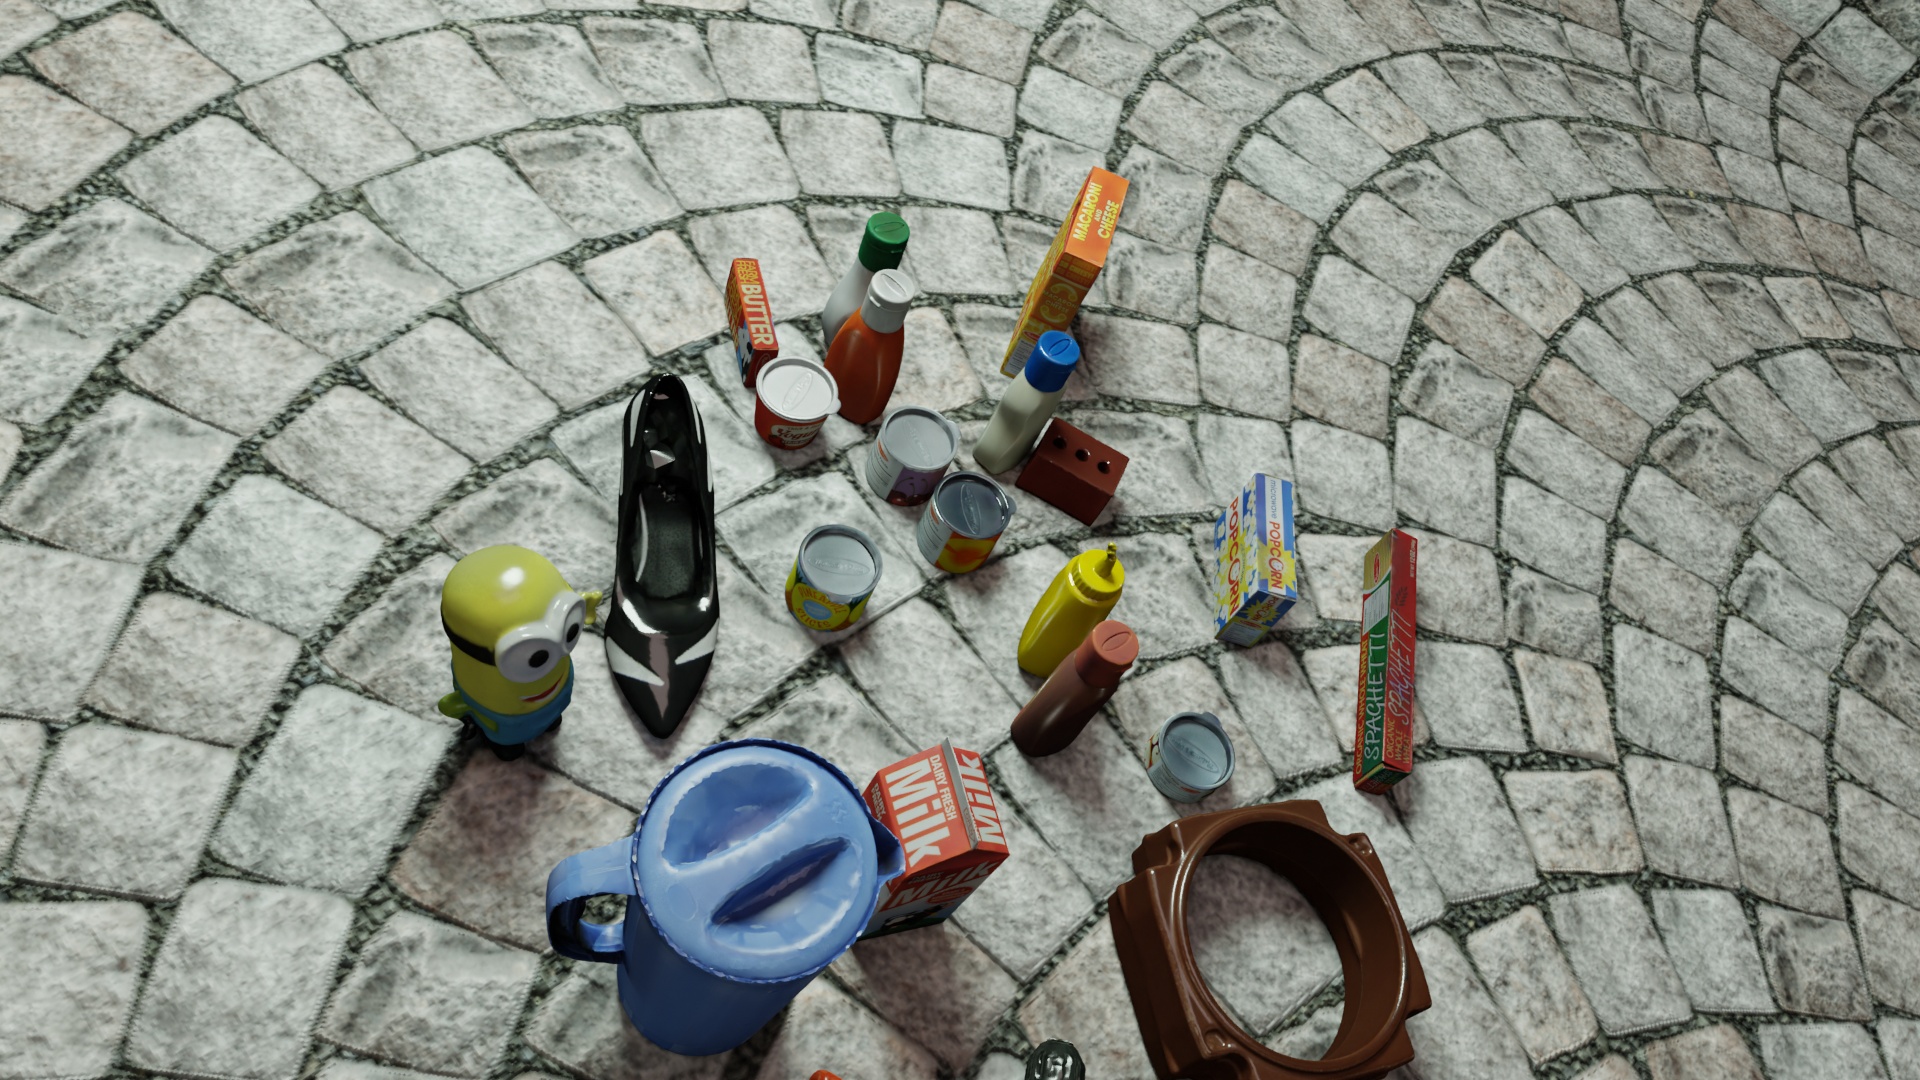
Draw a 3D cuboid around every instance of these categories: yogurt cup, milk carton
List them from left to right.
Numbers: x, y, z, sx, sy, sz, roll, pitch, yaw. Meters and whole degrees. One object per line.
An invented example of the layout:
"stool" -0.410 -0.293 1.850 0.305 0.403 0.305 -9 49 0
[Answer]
"yogurt cup" -0.141 -0.112 1.159 0.072 0.053 0.073 10 55 -14
"milk carton" -0.026 0.197 0.910 0.073 0.189 0.072 -6 61 -24

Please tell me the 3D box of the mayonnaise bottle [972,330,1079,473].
"mayonnaise bottle" 0.058 -0.118 1.178 0.041 0.147 0.065 44 54 11

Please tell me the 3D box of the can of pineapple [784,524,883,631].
"can of pineapple" -0.100 0.031 1.076 0.071 0.057 0.071 10 55 -14

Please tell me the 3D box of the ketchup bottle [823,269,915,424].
"ketchup bottle" -0.075 -0.163 1.158 0.065 0.148 0.044 45 54 11

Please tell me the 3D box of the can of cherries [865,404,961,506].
"can of cherries" -0.039 -0.070 1.166 0.071 0.058 0.072 10 55 -14

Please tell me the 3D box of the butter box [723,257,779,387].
"butter box" -0.181 -0.188 1.195 0.024 0.052 0.104 -4 59 -22

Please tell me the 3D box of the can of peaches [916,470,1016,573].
"can of peaches" 0.004 -0.014 1.145 0.071 0.057 0.071 10 55 -14

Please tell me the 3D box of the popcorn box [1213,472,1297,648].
"popcorn box" 0.254 0.016 1.201 0.038 0.084 0.127 15 54 -11

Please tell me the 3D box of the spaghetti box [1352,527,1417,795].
"spaghetti box" 0.371 0.102 1.210 0.029 0.050 0.251 20 53 -7

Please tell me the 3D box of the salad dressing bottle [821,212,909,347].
"salad dressing bottle" -0.079 -0.218 1.194 0.064 0.147 0.044 -17 65 -29

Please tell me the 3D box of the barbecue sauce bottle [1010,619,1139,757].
"barbecue sauce bottle" 0.088 0.110 1.037 0.065 0.147 0.044 -24 69 -31

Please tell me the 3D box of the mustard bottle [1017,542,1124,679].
"mustard bottle" 0.090 0.049 1.071 0.049 0.159 0.066 24 53 -4

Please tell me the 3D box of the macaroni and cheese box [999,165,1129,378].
"macaroni and cheese box" 0.092 -0.238 1.259 0.040 0.165 0.124 23 53 -5

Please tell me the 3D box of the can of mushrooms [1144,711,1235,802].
"can of mushrooms" 0.183 0.171 1.104 0.071 0.033 0.071 10 55 -14
